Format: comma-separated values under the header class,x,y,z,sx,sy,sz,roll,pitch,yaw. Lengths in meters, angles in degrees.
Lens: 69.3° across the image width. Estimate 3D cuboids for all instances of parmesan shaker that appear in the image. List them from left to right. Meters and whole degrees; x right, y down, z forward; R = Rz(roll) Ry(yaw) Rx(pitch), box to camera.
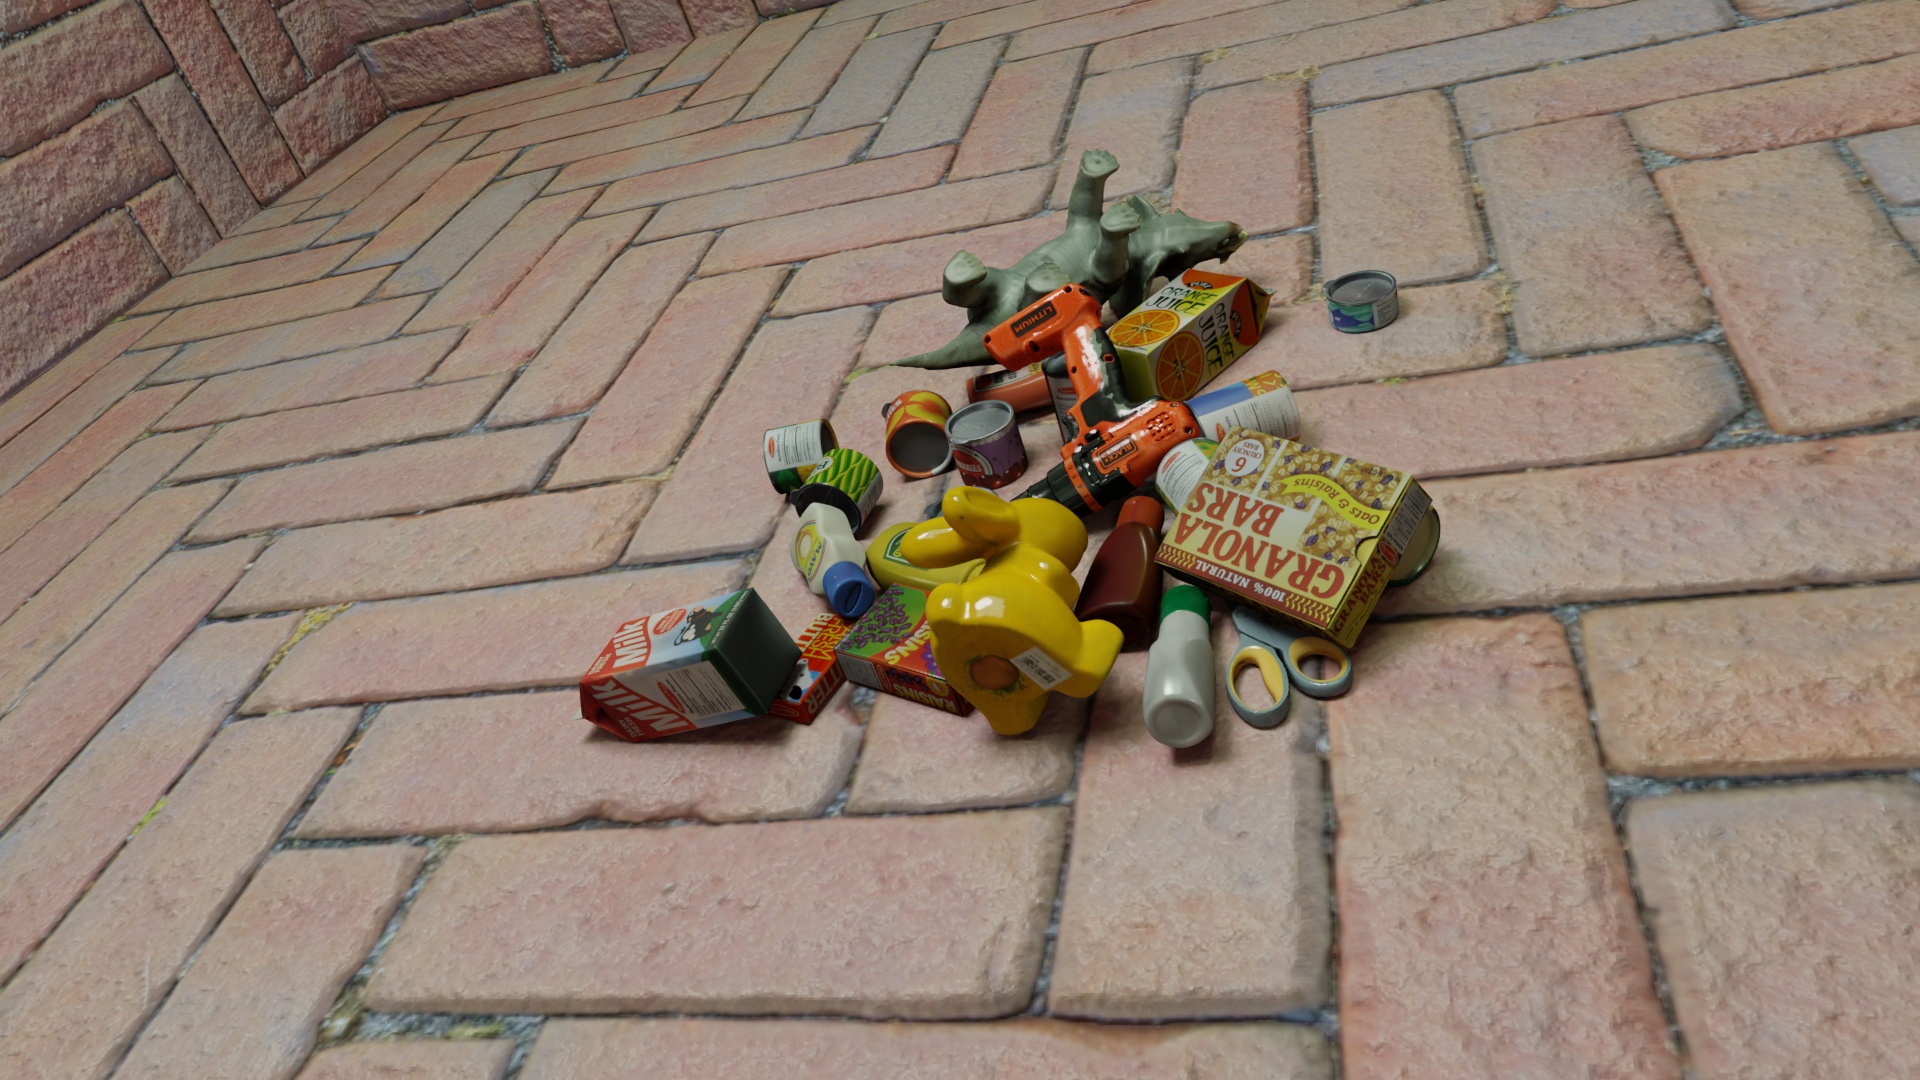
class,x,y,z,sx,sy,sz,roll,pitch,yaw
parmesan shaker,0.294,-0.012,1.035,0.071,0.071,0.103,-33,37,-20

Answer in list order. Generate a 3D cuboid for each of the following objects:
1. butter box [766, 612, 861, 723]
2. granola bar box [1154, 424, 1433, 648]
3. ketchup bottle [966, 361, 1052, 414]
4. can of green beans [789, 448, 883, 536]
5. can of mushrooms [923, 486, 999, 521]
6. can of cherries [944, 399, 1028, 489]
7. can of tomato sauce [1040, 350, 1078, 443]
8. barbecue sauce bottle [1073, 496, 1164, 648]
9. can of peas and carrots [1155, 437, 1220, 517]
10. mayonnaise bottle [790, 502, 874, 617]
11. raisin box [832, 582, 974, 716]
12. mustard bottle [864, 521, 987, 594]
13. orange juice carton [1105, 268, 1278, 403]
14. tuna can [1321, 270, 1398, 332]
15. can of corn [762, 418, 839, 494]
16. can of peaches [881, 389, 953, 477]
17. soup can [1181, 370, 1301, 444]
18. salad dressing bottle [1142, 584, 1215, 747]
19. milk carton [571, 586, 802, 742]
class,x,y,z,sx,sy,sz,roll,pitch,yaw
butter box,-0.117,0.100,1.118,0.053,0.024,0.104,7,41,34
granola bar box,0.236,-0.008,1.005,0.166,0.039,0.124,24,80,48
ketchup bottle,0.082,-0.155,1.364,0.149,0.043,0.065,-14,23,7
can of green beans,-0.111,-0.043,1.281,0.071,0.071,0.058,-1,37,25
can of mushrooms,0.004,-0.015,1.214,0.071,0.033,0.071,-13,35,9
can of cherries,0.023,-0.087,1.285,0.071,0.058,0.072,-12,35,9
can of tomato sauce,0.117,-0.134,1.282,0.071,0.082,0.071,-13,34,9
barbecue sauce bottle,0.131,0.021,1.088,0.064,0.043,0.149,-22,28,32
can of peas and carrots,0.201,-0.040,1.125,0.071,0.070,0.059,-22,34,-3
mayonnaise bottle,-0.108,0.020,1.183,0.041,0.064,0.148,17,15,-24
raisin box,-0.025,0.082,1.085,0.123,0.040,0.086,12,44,37
mustard bottle,-0.008,0.028,1.144,0.160,0.048,0.065,18,51,42
orange juice carton,0.220,-0.201,1.335,0.193,0.072,0.072,-38,38,-27
tuna can,0.382,-0.229,1.329,0.071,0.032,0.071,-13,34,9
can of corn,-0.153,-0.082,1.361,0.058,0.071,0.071,-11,35,12
can of peaches,-0.041,-0.102,1.329,0.071,0.071,0.058,-14,35,8
soup can,0.240,-0.103,1.193,0.084,0.071,0.071,-20,33,-2
salad dressing bottle,0.156,0.084,0.977,0.044,0.064,0.148,-18,24,21
milk carton,-0.229,0.104,1.106,0.190,0.073,0.073,-16,31,31
